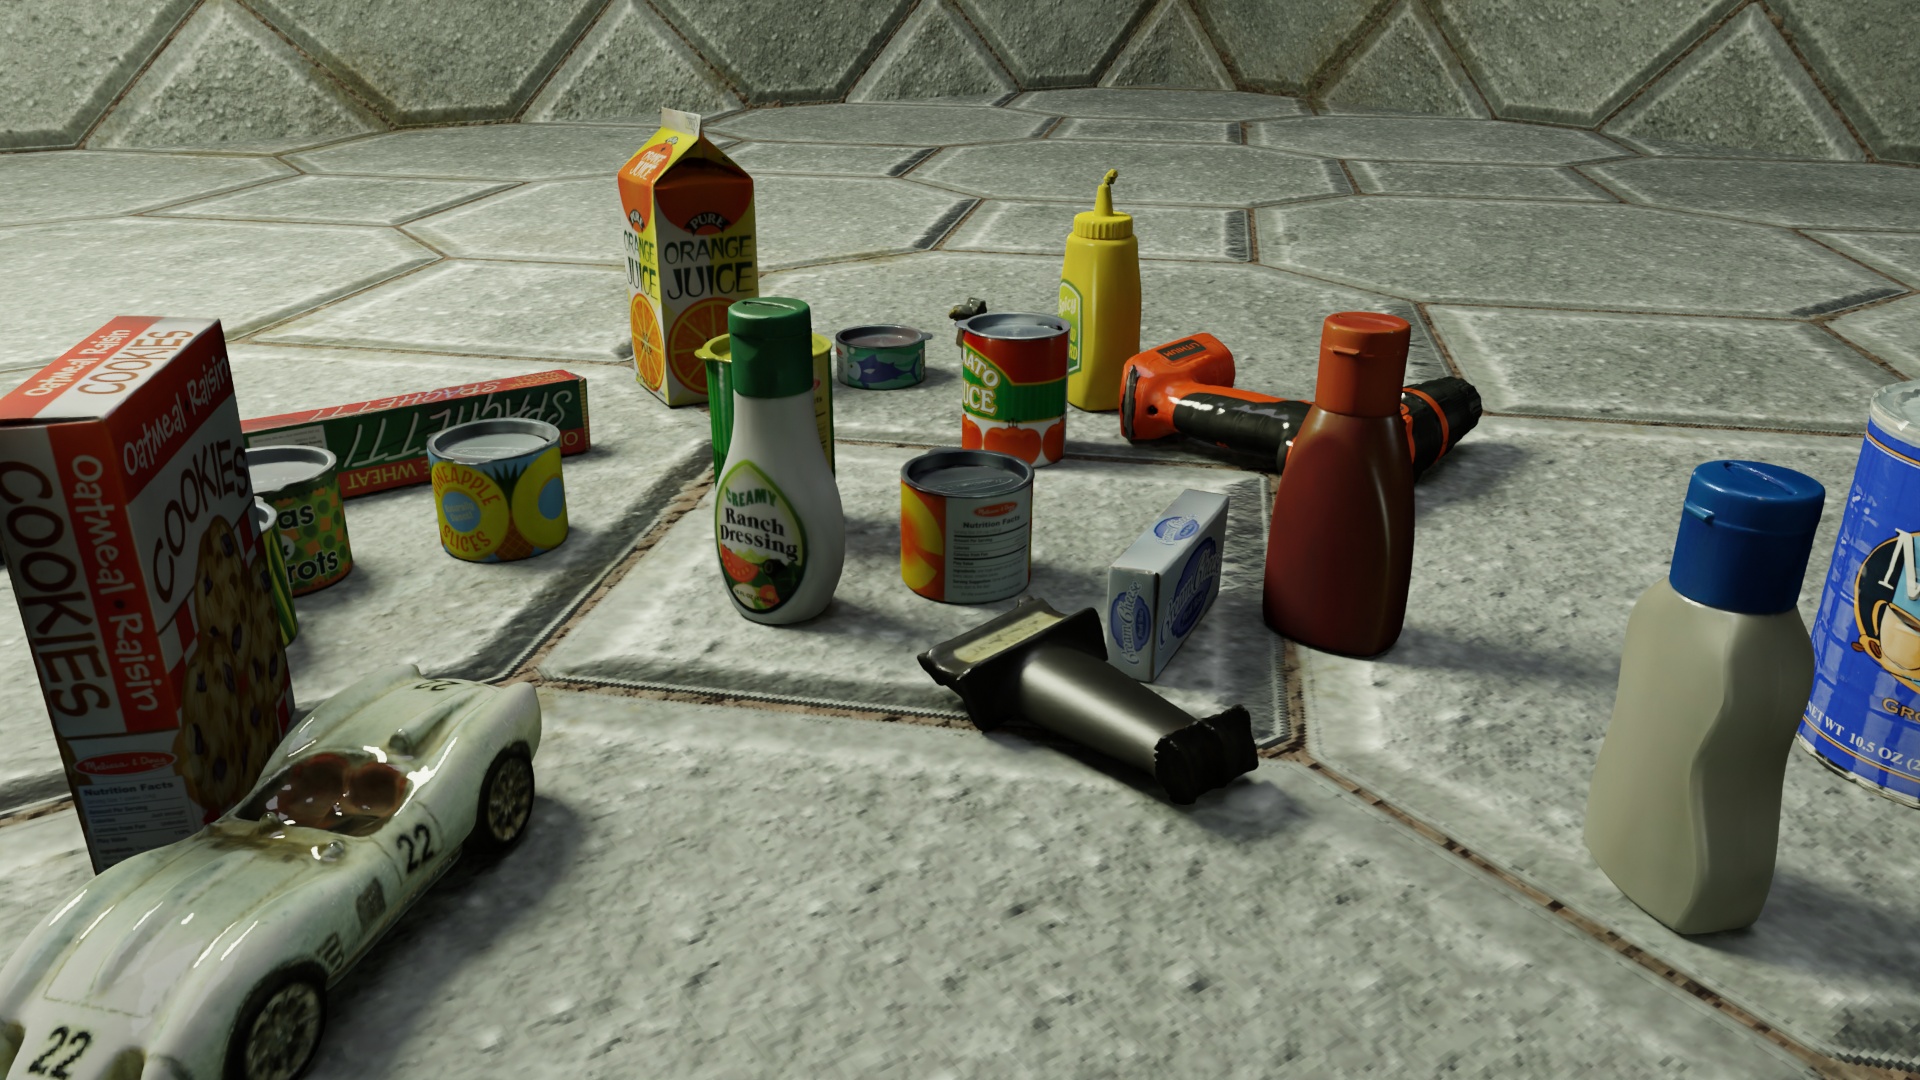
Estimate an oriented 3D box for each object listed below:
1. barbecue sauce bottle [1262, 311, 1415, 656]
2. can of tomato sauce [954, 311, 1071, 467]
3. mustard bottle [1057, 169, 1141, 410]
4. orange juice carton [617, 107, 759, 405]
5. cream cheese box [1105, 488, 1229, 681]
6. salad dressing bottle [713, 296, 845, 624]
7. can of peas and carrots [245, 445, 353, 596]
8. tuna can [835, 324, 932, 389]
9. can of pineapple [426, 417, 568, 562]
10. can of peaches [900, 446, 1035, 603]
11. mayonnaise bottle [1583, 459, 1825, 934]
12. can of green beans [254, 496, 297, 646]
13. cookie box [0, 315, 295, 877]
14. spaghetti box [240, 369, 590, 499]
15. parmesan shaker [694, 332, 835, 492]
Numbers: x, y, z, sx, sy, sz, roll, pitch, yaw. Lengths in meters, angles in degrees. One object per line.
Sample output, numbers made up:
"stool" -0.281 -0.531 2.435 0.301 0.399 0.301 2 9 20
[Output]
"barbecue sauce bottle" 0.172 -0.025 0.617 0.065 0.148 0.044 19 29 37
"can of tomato sauce" 0.032 -0.093 0.857 0.071 0.082 0.071 0 23 0
"mustard bottle" 0.094 -0.170 0.941 0.049 0.159 0.065 -7 24 -18
"orange juice carton" -0.186 -0.196 0.955 0.073 0.191 0.072 -13 26 -28
"cream cheese box" 0.096 0.018 0.634 0.024 0.053 0.104 11 25 24
"salad dressing bottle" -0.085 -0.036 0.639 0.064 0.147 0.044 13 26 28
"can of peas and carrots" -0.337 -0.009 0.682 0.071 0.058 0.071 0 23 0
"tuna can" -0.056 -0.135 1.016 0.071 0.032 0.071 0 23 0
"can of pineapple" -0.242 -0.027 0.727 0.071 0.057 0.071 0 23 0
"can of peaches" 0.002 -0.009 0.690 0.071 0.057 0.071 0 23 0
"mayonnaise bottle" 0.240 0.049 0.445 0.041 0.147 0.065 -3 23 -9
"can of green beans" -0.334 0.020 0.617 0.071 0.057 0.071 0 23 0
"cookie box" -0.280 0.017 0.485 0.040 0.166 0.123 -4 23 -11
"spaghetti box" -0.338 -0.054 0.800 0.251 0.050 0.029 -15 27 -33
"parmesan shaker" -0.102 -0.054 0.736 0.071 0.102 0.071 0 23 0
